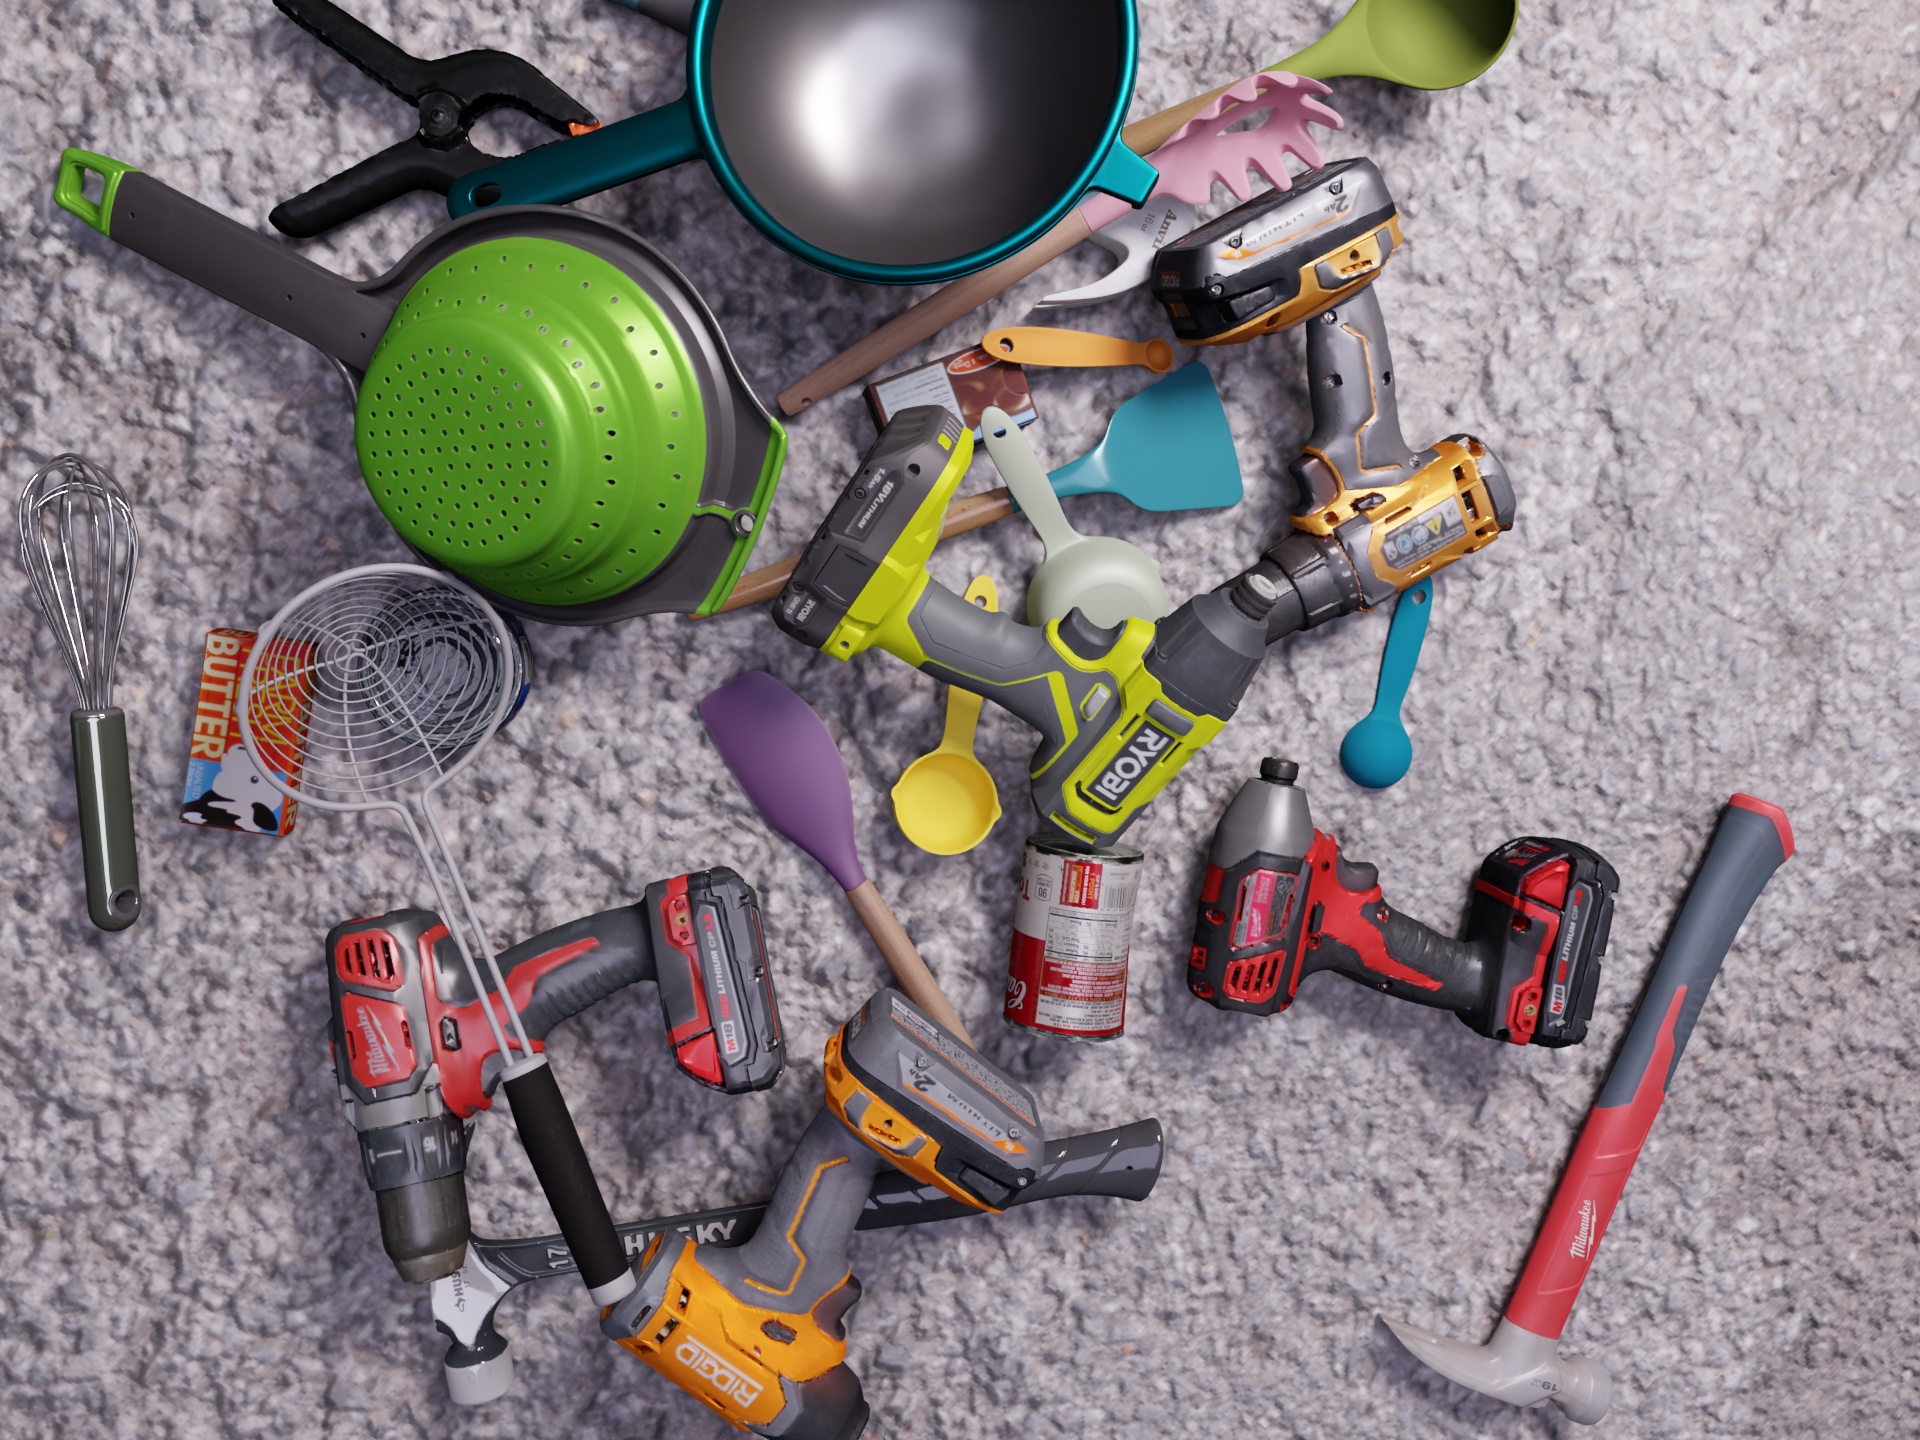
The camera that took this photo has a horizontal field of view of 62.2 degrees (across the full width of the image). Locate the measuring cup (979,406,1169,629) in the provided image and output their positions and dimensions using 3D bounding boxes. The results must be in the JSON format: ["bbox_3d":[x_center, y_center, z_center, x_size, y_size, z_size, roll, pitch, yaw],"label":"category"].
[{"bbox_3d":[0.055,-0.091,0.841,0.083,0.038,0.167,-29,119,8],"label":"measuring cup"}]

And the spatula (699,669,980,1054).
[{"bbox_3d":[-0.043,0.111,0.884,0.060,0.018,0.316,-28,100,14],"label":"spatula"}]

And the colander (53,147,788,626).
[{"bbox_3d":[-0.281,-0.171,0.746,0.397,0.094,0.204,28,112,5],"label":"colander"}]

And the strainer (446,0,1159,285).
[{"bbox_3d":[-0.079,-0.290,0.779,0.340,0.095,0.211,-15,88,10],"label":"strainer"}]

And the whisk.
[{"bbox_3d":[-0.442,-0.012,0.811,0.059,0.058,0.246,4,100,26],"label":"whisk"}]

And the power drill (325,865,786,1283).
[{"bbox_3d":[-0.207,0.177,0.825,0.226,0.080,0.188,-11,82,-5],"label":"power drill"}]

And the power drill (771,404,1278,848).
[{"bbox_3d":[0.034,-0.052,0.804,0.223,0.080,0.171,32,120,-10],"label":"power drill"}]

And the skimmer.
[{"bbox_3d":[-0.222,0.107,0.744,0.127,0.090,0.363,-22,91,-29],"label":"skimmer"}]

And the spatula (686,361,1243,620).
[{"bbox_3d":[0.002,-0.110,0.869,0.317,0.044,0.082,-19,99,-1],"label":"spatula"}]

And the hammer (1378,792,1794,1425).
[{"bbox_3d":[0.384,0.220,0.945,0.143,0.038,0.386,22,93,-8],"label":"hammer"}]

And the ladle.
[{"bbox_3d":[0.137,-0.318,0.818,0.320,0.062,0.078,-25,107,-5],"label":"ladle"}]

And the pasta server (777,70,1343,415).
[{"bbox_3d":[0.042,-0.237,0.813,0.316,0.040,0.060,-29,141,12],"label":"pasta server"}]

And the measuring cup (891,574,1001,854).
[{"bbox_3d":[-0.001,-0.003,0.882,0.062,0.029,0.156,11,82,-10],"label":"measuring cup"}]

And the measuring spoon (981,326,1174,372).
[{"bbox_3d":[0.063,-0.199,0.858,0.117,0.011,0.021,-2,85,-24],"label":"measuring spoon"}]

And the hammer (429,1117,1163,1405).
[{"bbox_3d":[-0.088,0.268,0.878,0.409,0.036,0.149,-9,95,-4],"label":"hammer"}]

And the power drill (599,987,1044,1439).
[{"bbox_3d":[-0.056,0.272,0.826,0.164,0.084,0.226,39,94,-6],"label":"power drill"}]

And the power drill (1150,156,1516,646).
[{"bbox_3d":[0.180,-0.157,0.850,0.185,0.084,0.226,-29,110,-5],"label":"power drill"}]

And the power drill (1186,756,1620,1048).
[{"bbox_3d":[0.244,0.104,0.897,0.219,0.078,0.143,9,94,-6],"label":"power drill"}]

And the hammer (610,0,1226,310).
[{"bbox_3d":[-0.030,-0.324,0.837,0.331,0.033,0.128,24,91,-9],"label":"hammer"}]

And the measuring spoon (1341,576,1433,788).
[{"bbox_3d":[0.252,-0.022,0.909,0.042,0.021,0.128,13,95,-9],"label":"measuring spoon"}]
